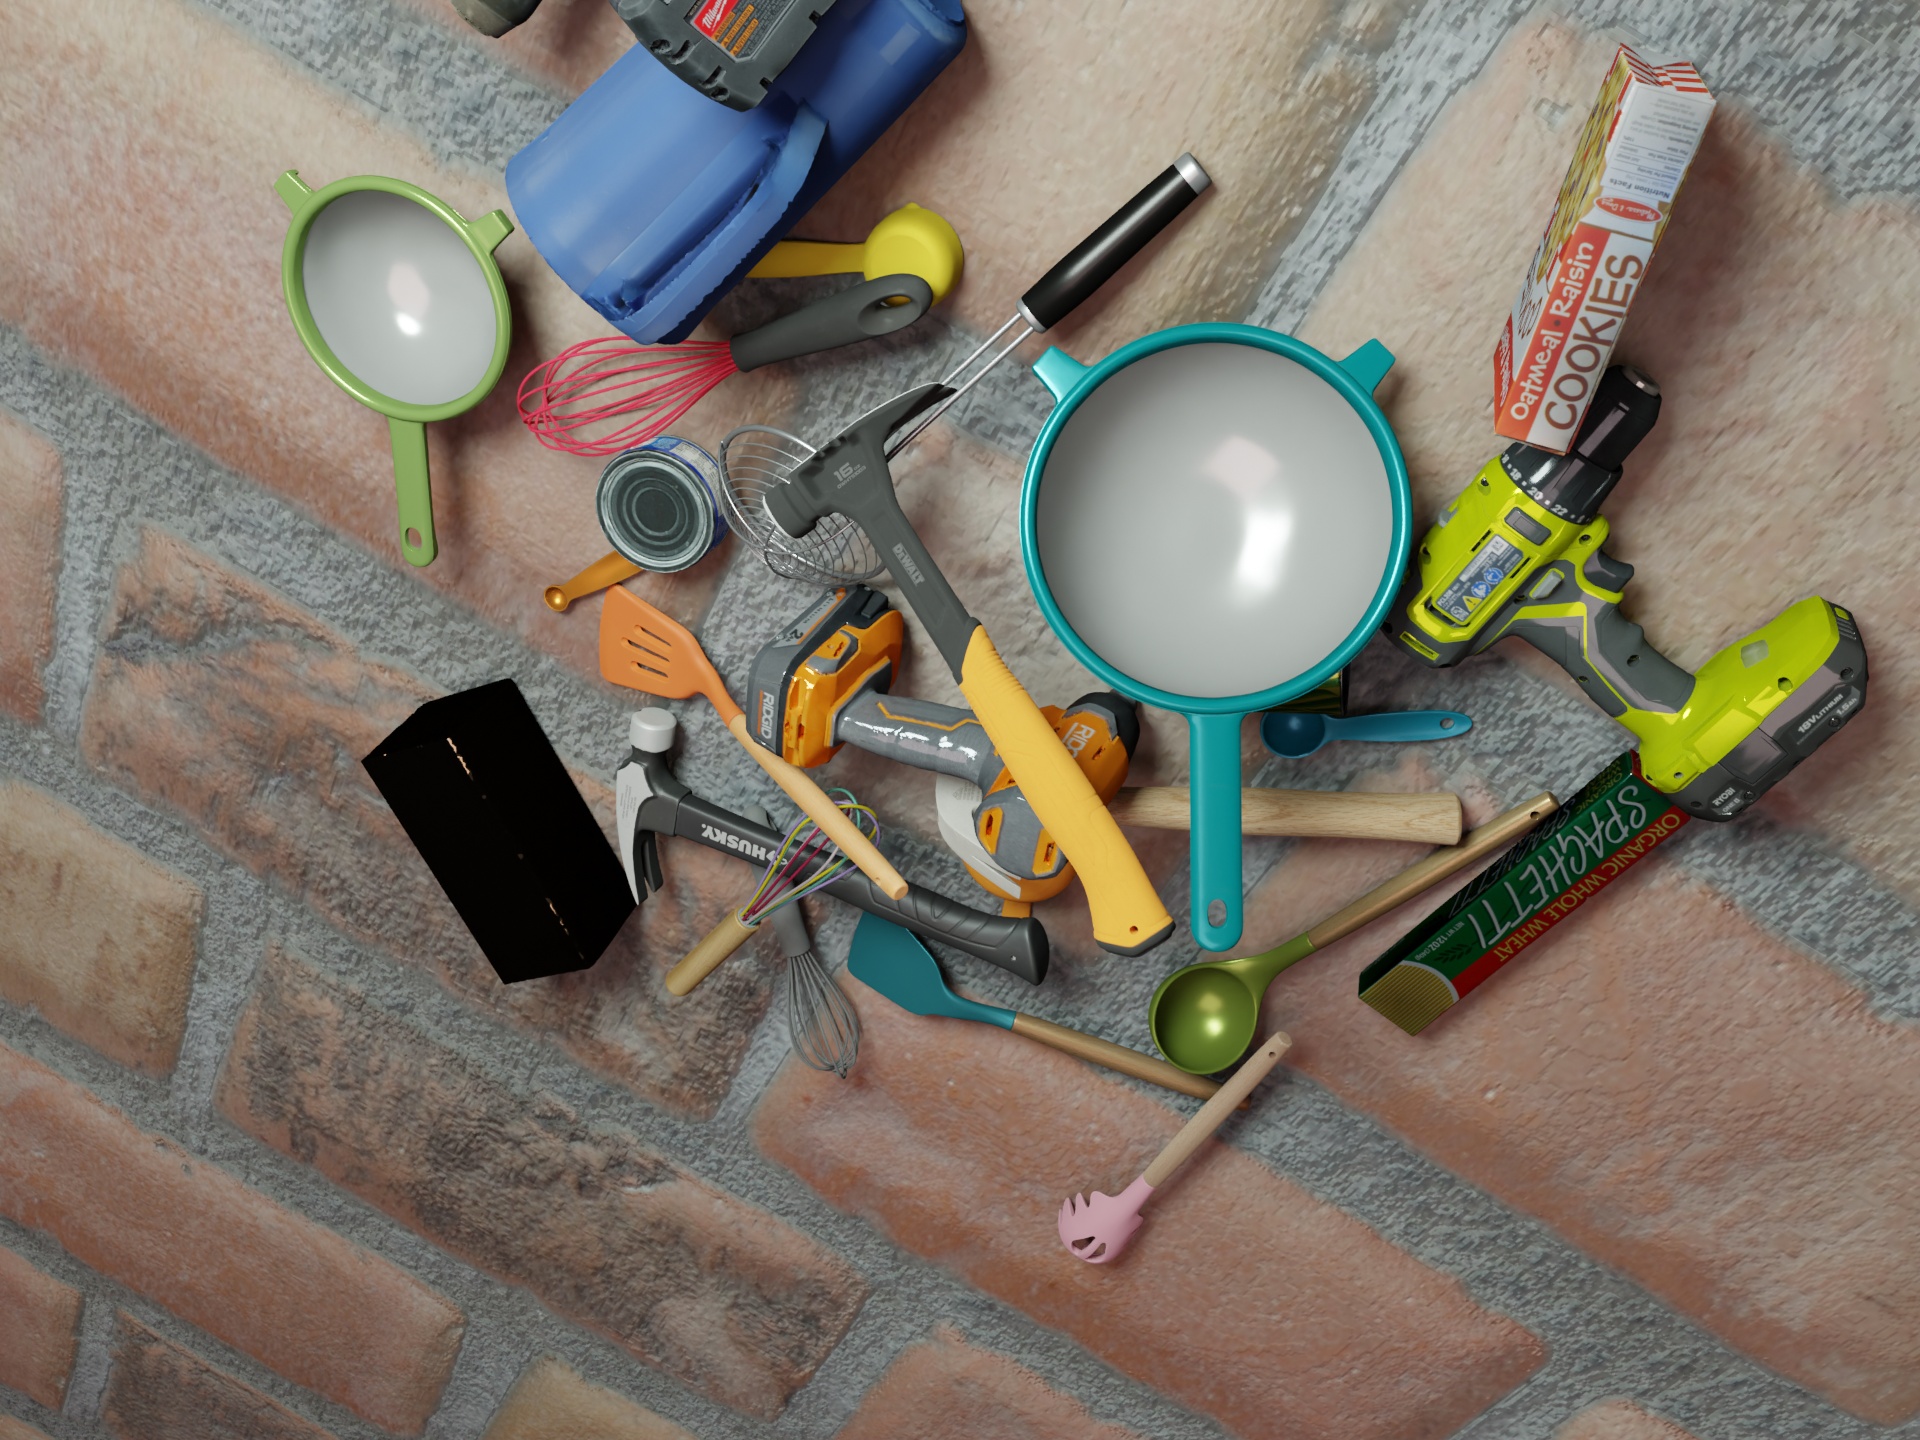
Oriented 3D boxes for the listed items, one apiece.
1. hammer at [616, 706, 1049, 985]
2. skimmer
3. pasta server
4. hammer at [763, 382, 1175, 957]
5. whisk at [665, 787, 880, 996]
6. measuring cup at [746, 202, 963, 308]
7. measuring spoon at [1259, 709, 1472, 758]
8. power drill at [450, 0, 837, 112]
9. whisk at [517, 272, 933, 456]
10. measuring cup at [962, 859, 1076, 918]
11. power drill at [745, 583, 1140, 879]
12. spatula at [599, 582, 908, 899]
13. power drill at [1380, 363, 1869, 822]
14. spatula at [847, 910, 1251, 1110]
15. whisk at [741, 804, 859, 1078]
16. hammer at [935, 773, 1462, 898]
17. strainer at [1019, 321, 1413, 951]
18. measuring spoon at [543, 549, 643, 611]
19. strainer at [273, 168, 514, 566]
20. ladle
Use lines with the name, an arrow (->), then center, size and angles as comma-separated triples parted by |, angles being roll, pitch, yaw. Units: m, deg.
hammer -> -0.094, 0.111, 1.116 | 0.335, 0.035, 0.146 | 20, 117, 14
skimmer -> -0.003, -0.207, 0.942 | 0.363, 0.090, 0.127 | -38, 109, 22
pasta server -> 0.158, 0.324, 1.194 | 0.060, 0.040, 0.316 | 31, 126, -1
hammer -> 0.024, -0.022, 0.884 | 0.127, 0.034, 0.337 | -34, 83, 18
whisk -> -0.138, 0.123, 1.095 | 0.245, 0.047, 0.051 | -43, 72, 34
measuring cup -> -0.077, -0.266, 0.928 | 0.156, 0.029, 0.062 | 3, 121, 13
measuring spoon -> 0.252, 0.000, 0.993 | 0.128, 0.021, 0.042 | -2, 119, 9
power drill -> -0.158, -0.385, 0.772 | 0.188, 0.080, 0.227 | -48, 54, 14
whisk -> -0.148, -0.215, 0.954 | 0.296, 0.073, 0.073 | -11, 116, 26
measuring cup -> 0.038, 0.117, 1.106 | 0.095, 0.052, 0.173 | 13, 121, 10
power drill -> -0.002, -0.003, 1.000 | 0.226, 0.164, 0.084 | 24, 131, 17
spatula -> -0.141, 0.018, 1.044 | 0.323, 0.041, 0.081 | 42, 132, 35
power drill -> 0.373, -0.067, 0.874 | 0.228, 0.080, 0.190 | 35, 124, -1
spatula -> 0.066, 0.223, 1.181 | 0.317, 0.044, 0.082 | 20, 123, 0
whisk -> -0.123, 0.169, 1.199 | 0.055, 0.055, 0.238 | -6, 113, 21
hammer -> 0.148, 0.058, 1.013 | 0.331, 0.130, 0.031 | 2, 137, 7
strainer -> 0.140, -0.046, 0.899 | 0.211, 0.095, 0.340 | -1, 93, 3
measuring spoon -> -0.241, -0.104, 1.094 | 0.117, 0.011, 0.021 | -23, 106, 24
strainer -> -0.343, -0.224, 1.019 | 0.151, 0.069, 0.256 | 13, 123, 8
ladle -> 0.254, 0.140, 1.050 | 0.078, 0.062, 0.320 | 45, 120, -11
